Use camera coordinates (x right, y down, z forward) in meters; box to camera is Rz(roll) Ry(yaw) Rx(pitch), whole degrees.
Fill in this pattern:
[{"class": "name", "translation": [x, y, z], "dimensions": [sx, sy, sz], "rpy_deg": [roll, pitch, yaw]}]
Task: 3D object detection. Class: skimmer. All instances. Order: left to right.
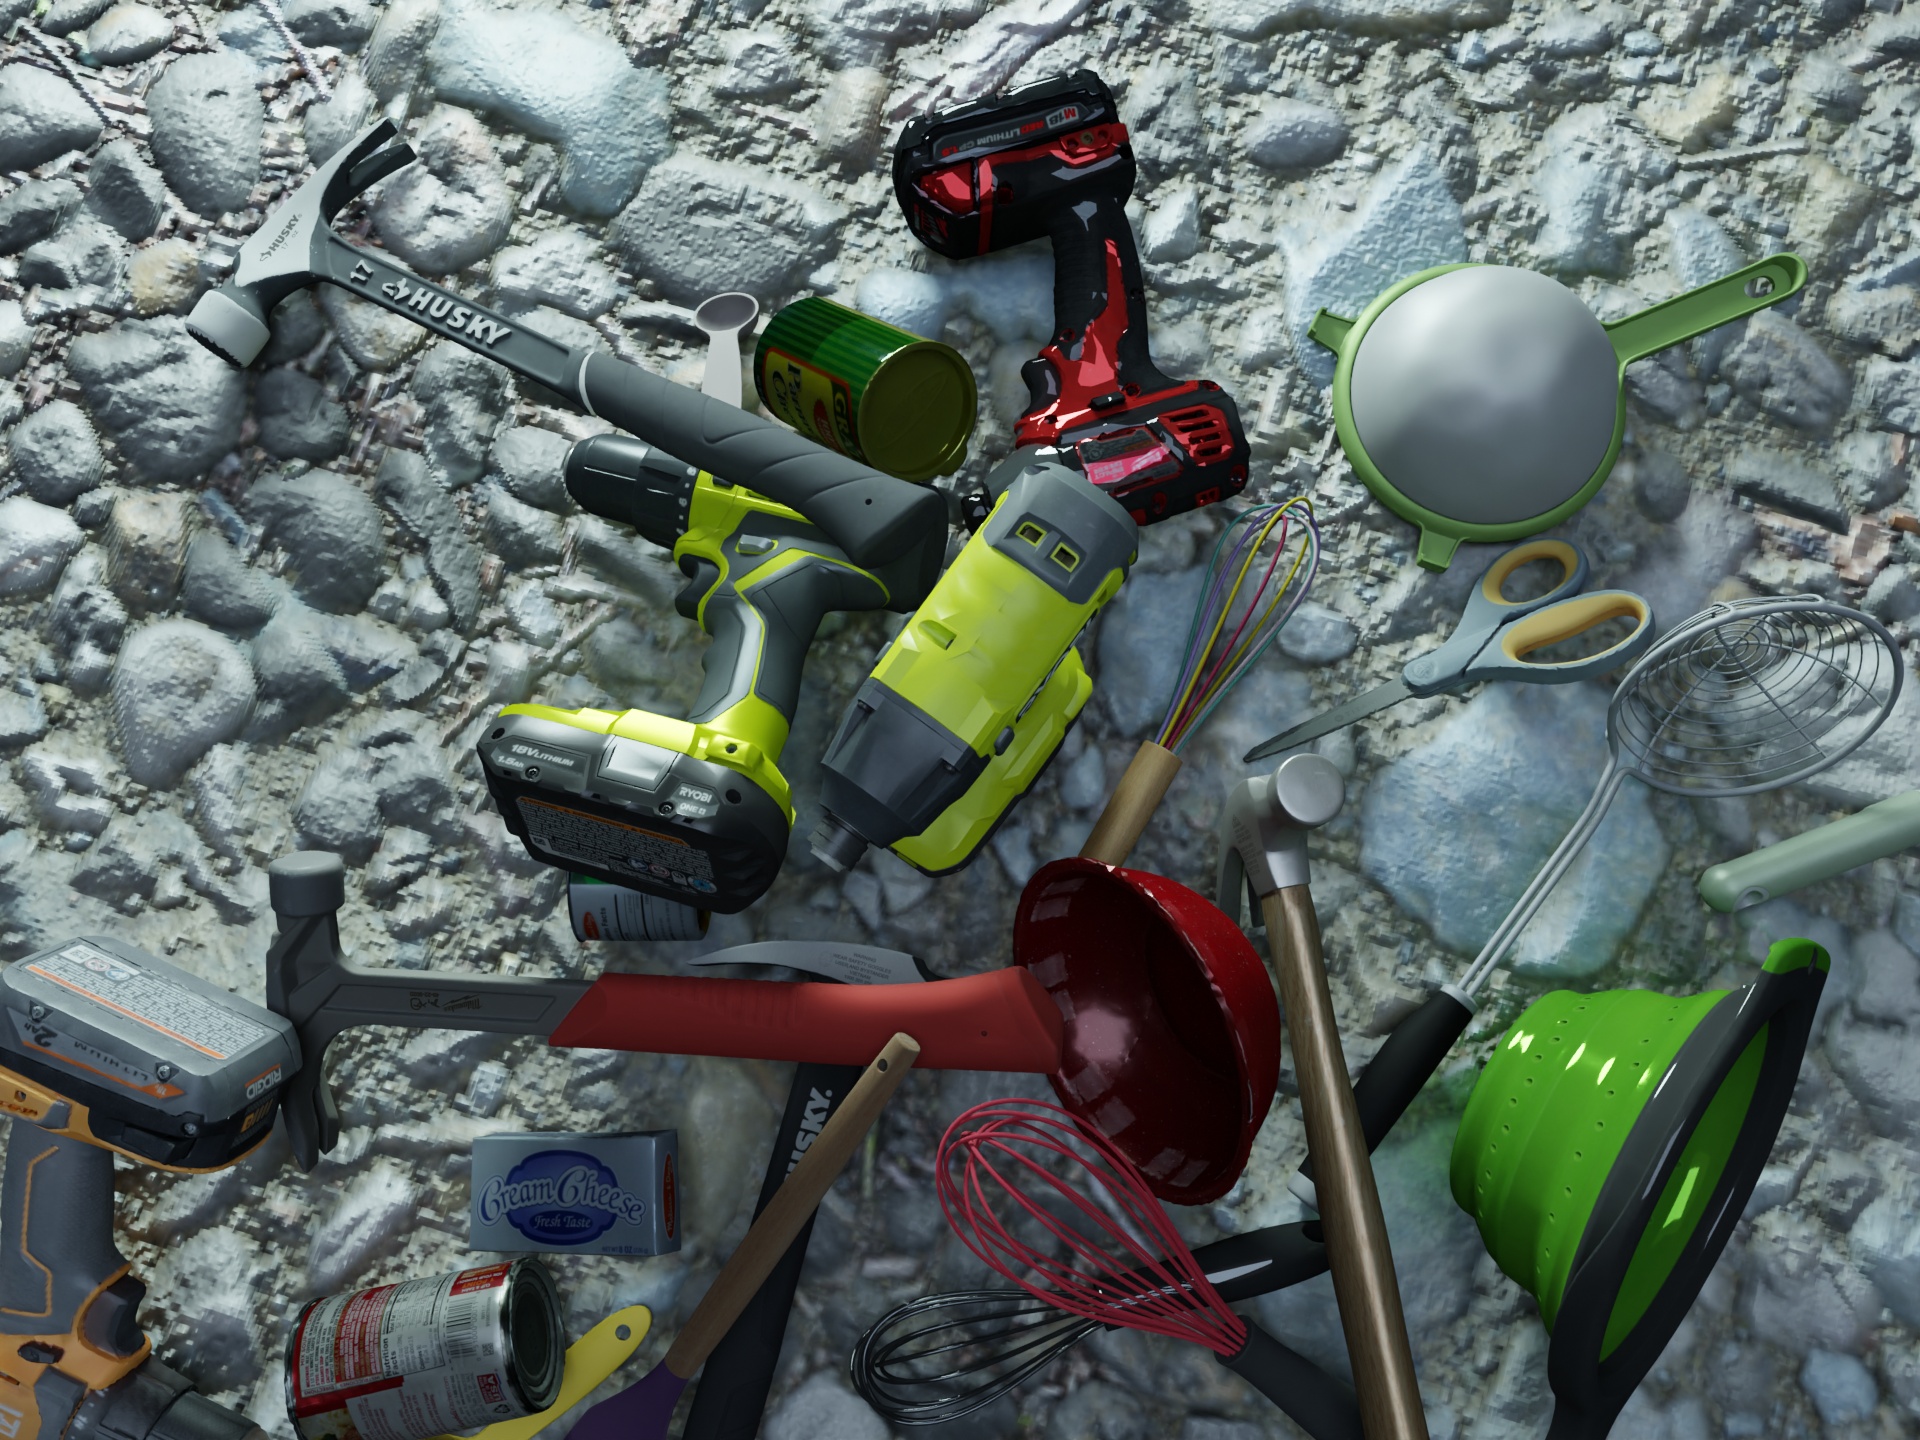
[{"class": "skimmer", "translation": [0.287, 0.093, 0.735], "dimensions": [0.127, 0.090, 0.363], "rpy_deg": [42, 85, -33]}]

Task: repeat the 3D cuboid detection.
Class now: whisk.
[{"class": "whisk", "translation": [0.067, 0.269, 0.728], "dimensions": [0.239, 0.055, 0.055], "rpy_deg": [-14, 81, -6]}, {"class": "whisk", "translation": [0.108, -0.005, 0.777], "dimensions": [0.051, 0.047, 0.245], "rpy_deg": [31, 85, 4]}, {"class": "whisk", "translation": [0.105, 0.258, 0.689], "dimensions": [0.295, 0.073, 0.073], "rpy_deg": [40, 82, -16]}, {"class": "whisk", "translation": [0.475, 0.041, 0.771], "dimensions": [0.246, 0.057, 0.059], "rpy_deg": [-21, 47, -1]}]

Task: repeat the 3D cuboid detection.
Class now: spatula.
[{"class": "spatula", "translation": [-0.108, 0.263, 0.690], "dimensions": [0.060, 0.018, 0.316], "rpy_deg": [40, 102, 31]}]

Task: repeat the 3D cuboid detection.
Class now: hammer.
[{"class": "hammer", "translation": [-0.187, -0.171, 0.760], "dimensions": [0.409, 0.036, 0.149], "rpy_deg": [27, 78, 20]}, {"class": "hammer", "translation": [-0.135, 0.139, 0.707], "dimensions": [0.359, 0.037, 0.149], "rpy_deg": [2, 103, 8]}, {"class": "hammer", "translation": [-0.097, 0.263, 0.734], "dimensions": [0.146, 0.035, 0.335], "rpy_deg": [16, 81, 2]}, {"class": "hammer", "translation": [0.163, 0.187, 0.691], "dimensions": [0.031, 0.130, 0.331], "rpy_deg": [-7, 77, -8]}]

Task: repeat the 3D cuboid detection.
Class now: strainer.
[{"class": "strainer", "translation": [0.316, -0.189, 0.794], "dimensions": [0.256, 0.069, 0.151], "rpy_deg": [-22, 81, -2]}]

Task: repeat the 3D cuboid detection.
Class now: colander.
[{"class": "colander", "translation": [0.252, 0.261, 0.704], "dimensions": [0.095, 0.204, 0.397], "rpy_deg": [25, 98, 38]}]

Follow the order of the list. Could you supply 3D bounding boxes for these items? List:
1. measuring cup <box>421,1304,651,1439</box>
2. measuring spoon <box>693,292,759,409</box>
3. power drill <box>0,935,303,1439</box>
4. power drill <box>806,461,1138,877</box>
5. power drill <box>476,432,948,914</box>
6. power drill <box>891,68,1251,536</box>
[{"class": "measuring cup", "translation": [-0.205, 0.324, 0.725], "dimensions": [0.156, 0.029, 0.062], "rpy_deg": [-40, 83, -6]}, {"class": "measuring spoon", "translation": [-0.117, -0.169, 0.793], "dimensions": [0.034, 0.018, 0.124], "rpy_deg": [-7, 51, 4]}, {"class": "power drill", "translation": [-0.365, 0.231, 0.697], "dimensions": [0.185, 0.084, 0.226], "rpy_deg": [24, 101, 4]}, {"class": "power drill", "translation": [-0.001, -0.002, 0.683], "dimensions": [0.080, 0.223, 0.171], "rpy_deg": [36, 82, 6]}, {"class": "power drill", "translation": [-0.127, -0.040, 0.737], "dimensions": [0.190, 0.080, 0.229], "rpy_deg": [14, 57, 9]}, {"class": "power drill", "translation": [0.045, -0.196, 0.795], "dimensions": [0.143, 0.078, 0.220], "rpy_deg": [-18, 84, -3]}]
